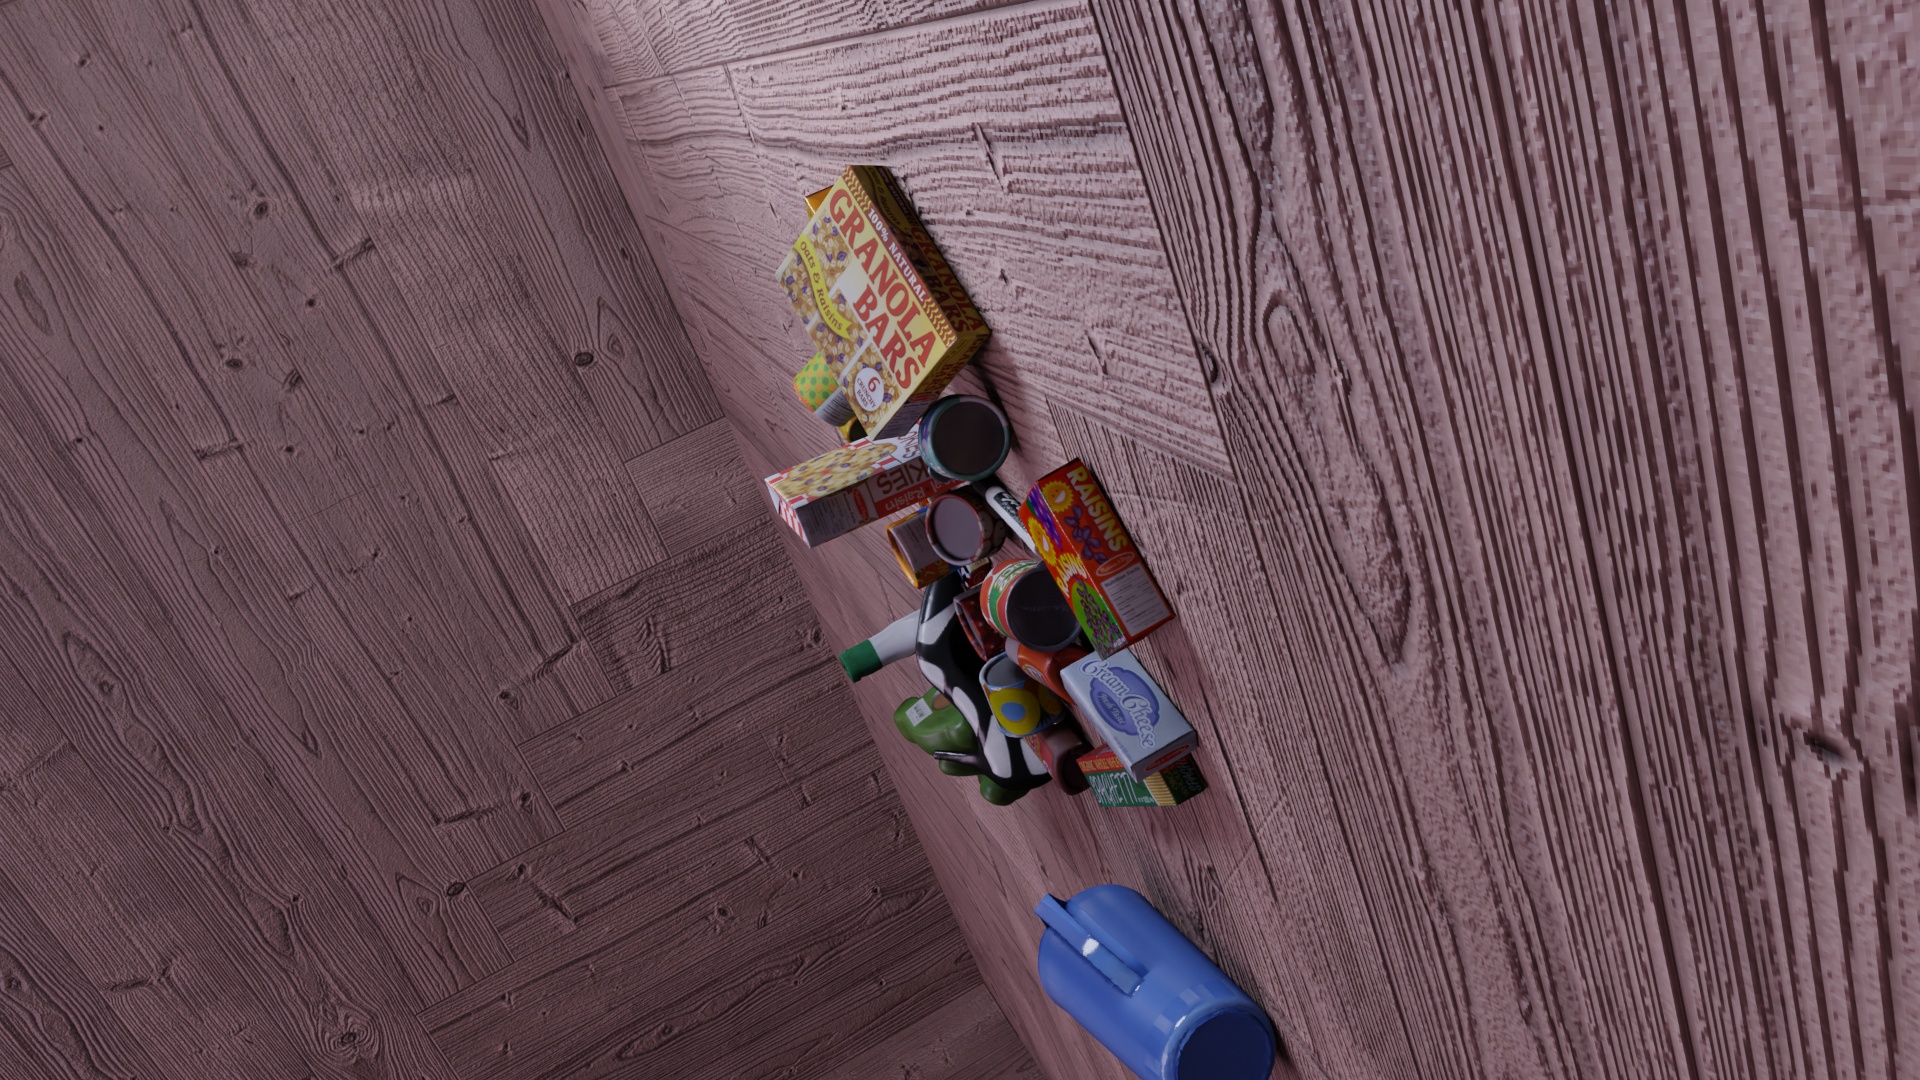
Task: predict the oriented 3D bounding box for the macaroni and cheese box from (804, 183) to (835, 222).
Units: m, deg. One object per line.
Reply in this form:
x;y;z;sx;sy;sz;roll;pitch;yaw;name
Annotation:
-0.081;-0.207;1.203;0.124;0.040;0.165;58;167;28;macaroni and cheese box

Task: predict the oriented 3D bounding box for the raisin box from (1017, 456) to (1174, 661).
0.090;0.014;0.941;0.123;0.040;0.086;60;169;9;raisin box

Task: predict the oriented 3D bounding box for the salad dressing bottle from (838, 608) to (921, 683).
-0.063;0.110;1.556;0.044;0.148;0.064;63;169;1;salad dressing bottle

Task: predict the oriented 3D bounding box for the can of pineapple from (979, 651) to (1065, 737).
0.059;0.141;1.300;0.071;0.071;0.057;41;155;62;can of pineapple

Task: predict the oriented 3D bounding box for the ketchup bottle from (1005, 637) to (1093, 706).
0.076;0.100;1.162;0.064;0.043;0.149;37;176;-16;ketchup bottle

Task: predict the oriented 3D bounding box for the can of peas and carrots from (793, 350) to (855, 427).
-0.115;-0.151;1.304;0.071;0.058;0.071;39;-159;-19;can of peas and carrots

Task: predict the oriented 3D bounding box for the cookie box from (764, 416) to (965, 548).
-0.070;-0.055;1.170;0.123;0.168;0.040;35;147;67;cookie box

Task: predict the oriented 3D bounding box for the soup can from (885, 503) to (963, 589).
-0.017;-0.002;1.263;0.071;0.084;0.071;59;168;21;soup can

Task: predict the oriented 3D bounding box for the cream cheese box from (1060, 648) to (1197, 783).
0.120;0.121;1.005;0.104;0.053;0.024;53;166;42;cream cheese box

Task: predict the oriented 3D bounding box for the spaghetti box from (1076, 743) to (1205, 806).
0.141;0.188;1.125;0.050;0.029;0.249;63;168;7;spaghetti box

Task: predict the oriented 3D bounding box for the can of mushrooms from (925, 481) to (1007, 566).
0.004;-0.015;1.193;0.071;0.033;0.070;14;113;37;can of mushrooms

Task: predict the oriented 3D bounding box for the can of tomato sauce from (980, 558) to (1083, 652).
0.056;0.048;1.096;0.071;0.071;0.083;65;169;-9;can of tomato sauce

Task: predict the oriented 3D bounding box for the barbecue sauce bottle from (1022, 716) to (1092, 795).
0.079;0.180;1.345;0.149;0.044;0.064;48;162;53;barbecue sauce bottle

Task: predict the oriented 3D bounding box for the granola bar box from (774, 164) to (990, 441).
-0.061;-0.177;1.034;0.123;0.039;0.166;-46;66;40;granola bar box

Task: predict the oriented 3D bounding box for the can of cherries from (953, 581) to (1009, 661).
0.035;0.070;1.259;0.071;0.058;0.071;59;168;22;can of cherries

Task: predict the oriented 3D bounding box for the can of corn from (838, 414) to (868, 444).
-0.097;-0.130;1.371;0.058;0.071;0.071;56;166;30;can of corn

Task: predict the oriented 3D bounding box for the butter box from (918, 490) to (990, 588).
-0.006;-0.008;1.355;0.103;0.024;0.053;60;167;16;butter box

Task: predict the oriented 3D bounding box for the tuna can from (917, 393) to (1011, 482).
0.002;-0.076;1.050;0.071;0.071;0.033;66;168;-12;tuna can
